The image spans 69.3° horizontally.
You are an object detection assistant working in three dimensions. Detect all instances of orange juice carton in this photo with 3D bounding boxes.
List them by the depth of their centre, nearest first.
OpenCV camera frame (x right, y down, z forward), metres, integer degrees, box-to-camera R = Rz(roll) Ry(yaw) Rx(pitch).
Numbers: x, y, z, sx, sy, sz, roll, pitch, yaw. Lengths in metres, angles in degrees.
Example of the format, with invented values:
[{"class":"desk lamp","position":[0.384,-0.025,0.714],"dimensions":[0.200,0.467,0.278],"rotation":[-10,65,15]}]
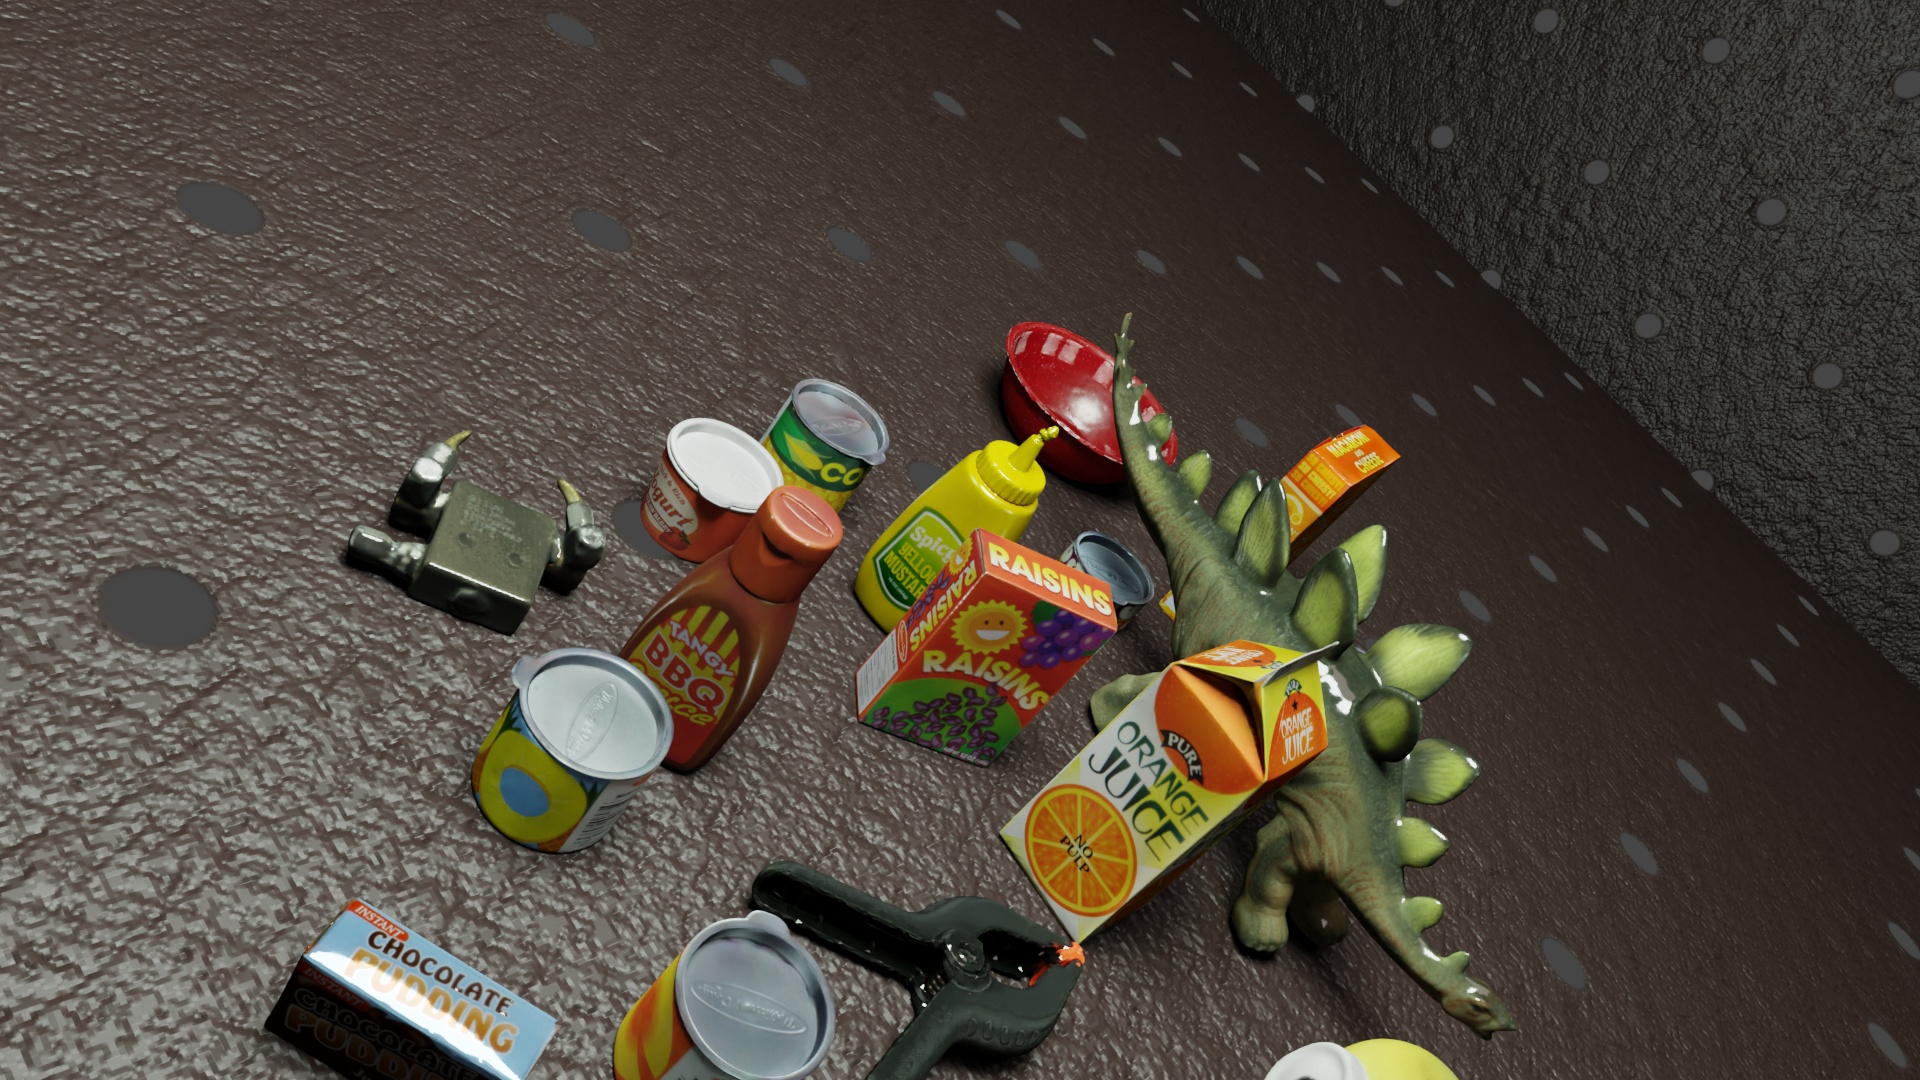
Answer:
[{"class":"orange juice carton","position":[0.113,0.116,0.702],"dimensions":[0.072,0.191,0.073],"rotation":[-9,55,-51]}]

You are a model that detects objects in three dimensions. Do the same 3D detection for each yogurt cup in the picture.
[{"class":"yogurt cup","position":[-0.138,-0.025,0.753],"dimensions":[0.072,0.053,0.073],"rotation":[27,33,-19]}]

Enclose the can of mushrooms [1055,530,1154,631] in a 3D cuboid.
[{"class":"can of mushrooms","position":[0.096,0.029,0.947],"dimensions":[0.071,0.033,0.071],"rotation":[27,33,-19]}]

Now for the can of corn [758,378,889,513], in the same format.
[{"class":"can of corn","position":[-0.085,-0.052,0.840],"dimensions":[0.071,0.058,0.071],"rotation":[27,33,-19]}]

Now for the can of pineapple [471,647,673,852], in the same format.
[{"class":"can of pineapple","position":[-0.164,0.086,0.580],"dimensions":[0.071,0.057,0.071],"rotation":[27,33,-19]}]

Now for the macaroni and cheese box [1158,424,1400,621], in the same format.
[{"class":"macaroni and cheese box","position":[0.232,-0.008,1.009],"dimensions":[0.040,0.165,0.124],"rotation":[48,32,14]}]

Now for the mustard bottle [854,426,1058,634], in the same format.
[{"class":"mustard bottle","position":[0.003,-0.010,0.779],"dimensions":[0.065,0.159,0.049],"rotation":[46,32,11]}]

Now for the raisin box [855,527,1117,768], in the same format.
[{"class":"raisin box","position":[0.012,0.059,0.736],"dimensions":[0.086,0.123,0.040],"rotation":[24,34,-23]}]

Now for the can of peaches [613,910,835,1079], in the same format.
[{"class":"can of peaches","position":[-0.090,0.186,0.530],"dimensions":[0.071,0.057,0.071],"rotation":[27,33,-19]}]

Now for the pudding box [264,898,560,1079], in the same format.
[{"class":"pudding box","position":[-0.184,0.163,0.469],"dimensions":[0.083,0.049,0.030],"rotation":[35,31,-7]}]

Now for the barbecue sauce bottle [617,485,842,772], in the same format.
[{"class":"barbecue sauce bottle","position":[-0.104,0.038,0.618],"dimensions":[0.065,0.148,0.044],"rotation":[41,31,2]}]

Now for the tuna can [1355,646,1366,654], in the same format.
[{"class":"tuna can","position":[0.304,0.117,1.054],"dimensions":[0.071,0.032,0.071],"rotation":[27,33,-19]}]
